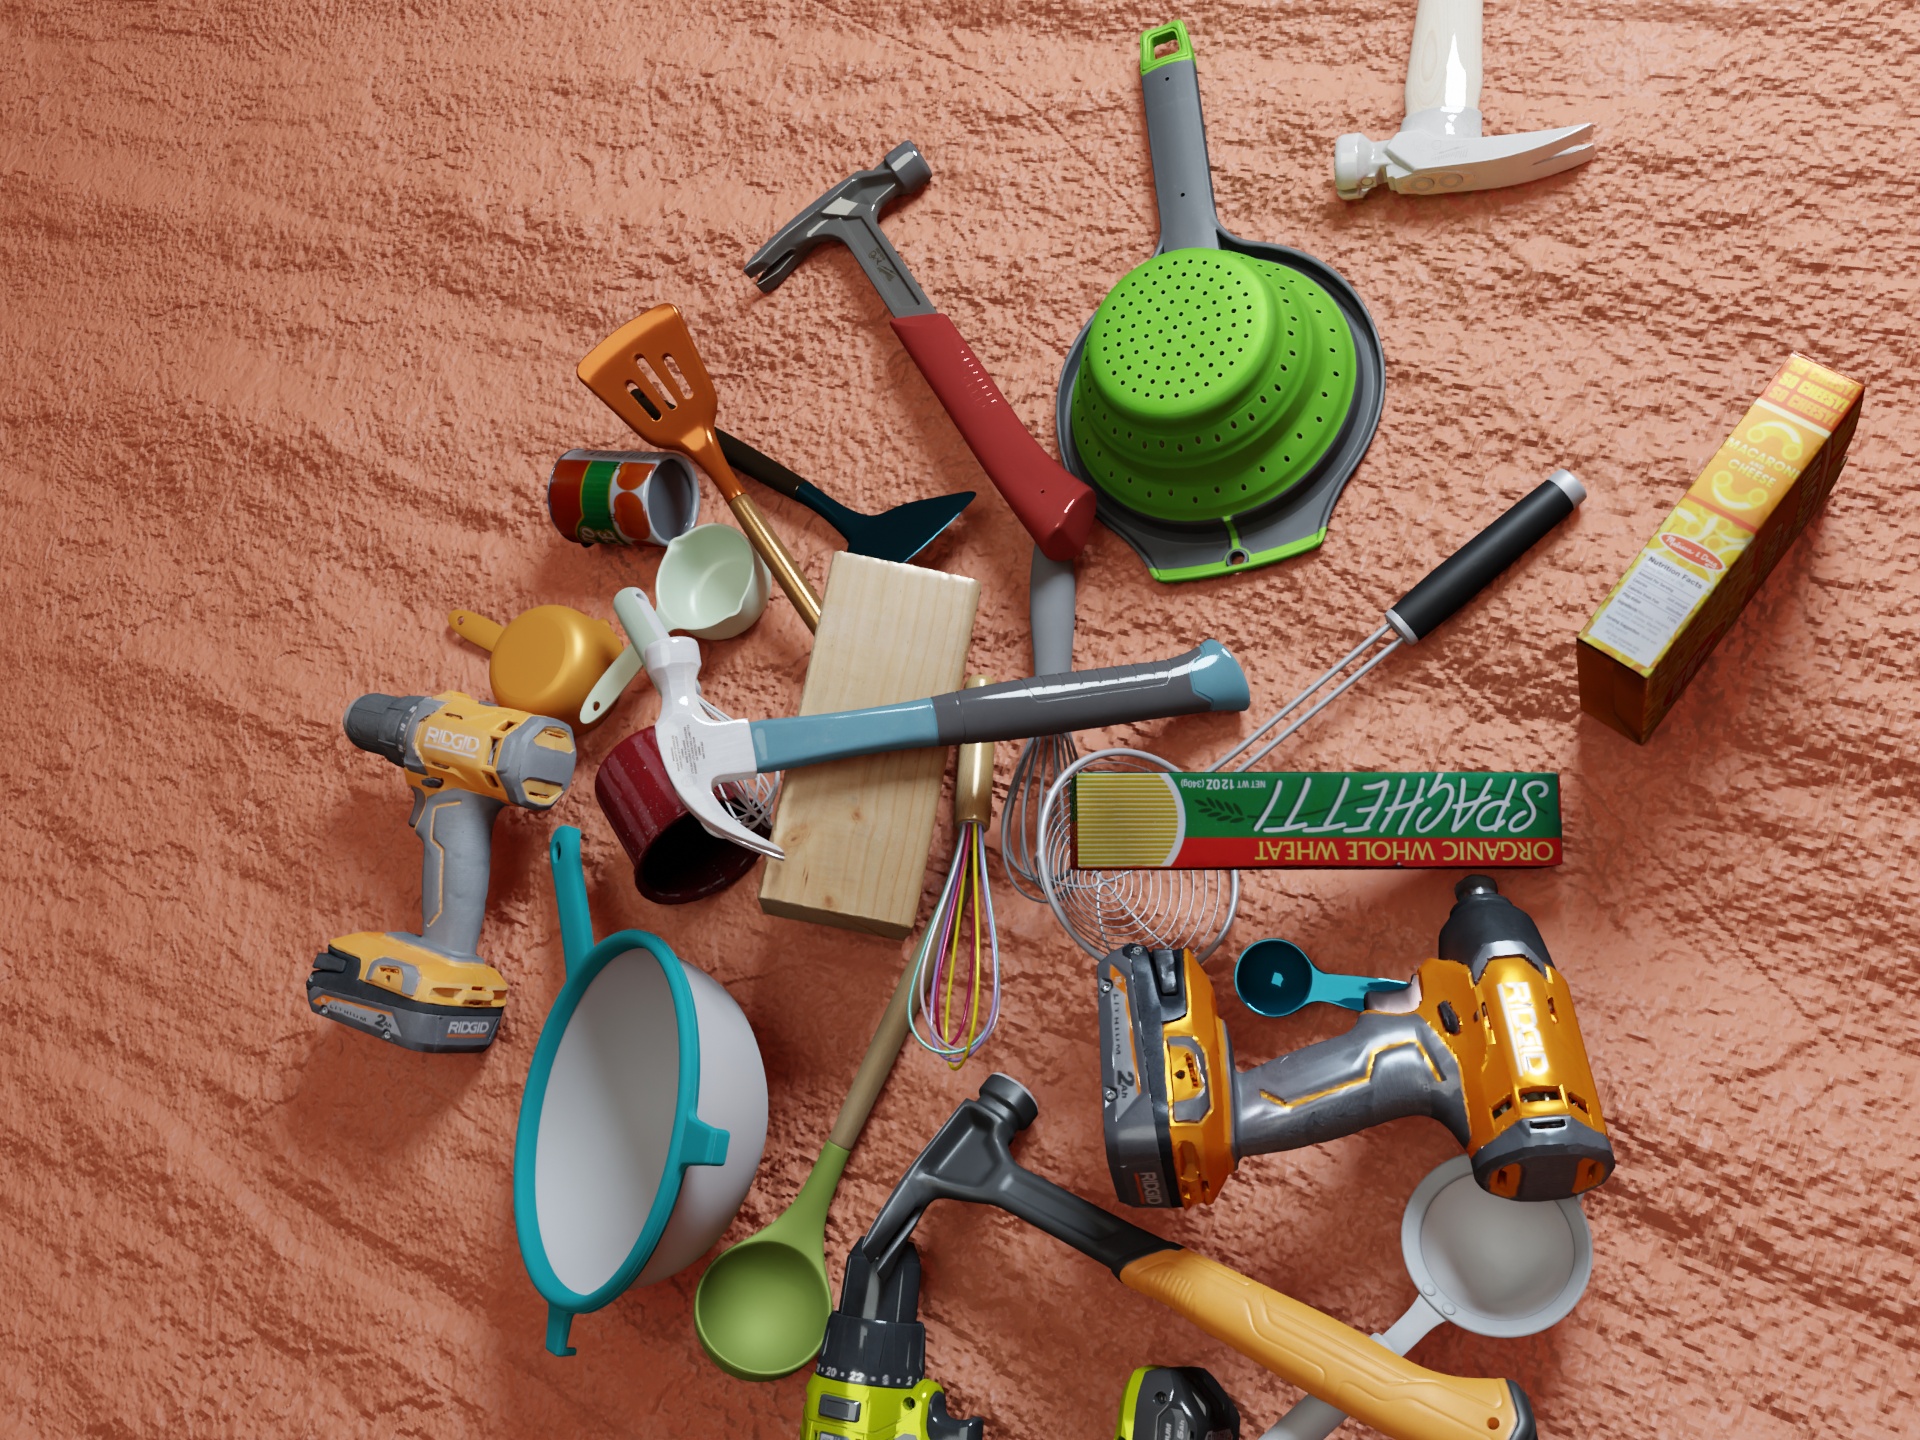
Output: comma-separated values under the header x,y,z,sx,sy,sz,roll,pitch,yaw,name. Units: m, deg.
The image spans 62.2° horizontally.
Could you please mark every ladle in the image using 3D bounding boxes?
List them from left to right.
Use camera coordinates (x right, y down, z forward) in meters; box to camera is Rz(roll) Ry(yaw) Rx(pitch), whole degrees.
x,y,z,sx,sy,sz,roll,pitch,yaw,name
-0.058,0.220,0.911,0.078,0.062,0.320,25,81,2,ladle

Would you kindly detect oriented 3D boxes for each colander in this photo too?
x,y,z,sx,sy,sz,roll,pitch,yaw,name
0.134,-0.285,0.965,0.204,0.094,0.397,-12,69,21,colander

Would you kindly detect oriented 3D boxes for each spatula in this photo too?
x,y,z,sx,sy,sz,roll,pitch,yaw,name
-0.134,-0.126,1.028,0.081,0.041,0.323,-35,76,1,spatula
-0.125,-0.174,1.077,0.318,0.044,0.082,32,64,31,spatula

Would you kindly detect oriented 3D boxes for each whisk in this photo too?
x,y,z,sx,sy,sz,roll,pitch,yaw,name
-0.168,-0.013,0.978,0.059,0.057,0.247,-44,46,7,whisk
0.003,0.082,0.920,0.051,0.047,0.245,-2,60,10,whisk
0.051,-0.009,0.942,0.055,0.055,0.239,-8,66,22,whisk

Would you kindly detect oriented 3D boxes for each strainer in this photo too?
x,y,z,sx,sy,sz,roll,pitch,yaw,name
-0.190,0.193,0.966,0.211,0.095,0.341,-54,37,25,strainer
0.203,0.292,0.746,0.258,0.050,0.087,-37,51,-11,strainer

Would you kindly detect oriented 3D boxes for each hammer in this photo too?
x,y,z,sx,sy,sz,roll,pitch,yaw,name
-0.019,-0.232,1.038,0.149,0.036,0.359,-36,58,10,hammer
-0.001,-0.003,0.884,0.331,0.033,0.128,-8,78,-8,hammer
0.106,0.276,0.761,0.337,0.034,0.127,15,49,40,hammer
0.321,-0.514,0.989,0.146,0.038,0.411,1,74,23,hammer

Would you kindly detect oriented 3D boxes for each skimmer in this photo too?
x,y,z,sx,sy,sz,roll,pitch,yaw,name
0.195,-0.008,0.850,0.363,0.090,0.127,-40,92,5,skimmer

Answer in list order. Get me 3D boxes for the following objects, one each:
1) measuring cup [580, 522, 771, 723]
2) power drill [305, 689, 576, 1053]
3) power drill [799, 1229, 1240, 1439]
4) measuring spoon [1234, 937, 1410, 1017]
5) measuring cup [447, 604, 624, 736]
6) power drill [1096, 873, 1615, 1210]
x,y,z,sx,sy,sz,roll,pitch,yaw,name
-0.193,-0.057,1.074,0.167,0.038,0.083,-48,61,6,measuring cup
-0.363,0.091,1.065,0.185,0.084,0.226,12,85,28,power drill
0.020,0.372,0.814,0.228,0.080,0.191,-1,71,27,power drill
0.209,0.145,0.838,0.128,0.021,0.042,9,75,17,measuring spoon
-0.316,-0.052,1.117,0.174,0.052,0.095,25,85,27,measuring cup
0.184,0.154,0.780,0.226,0.084,0.164,-6,49,9,power drill
